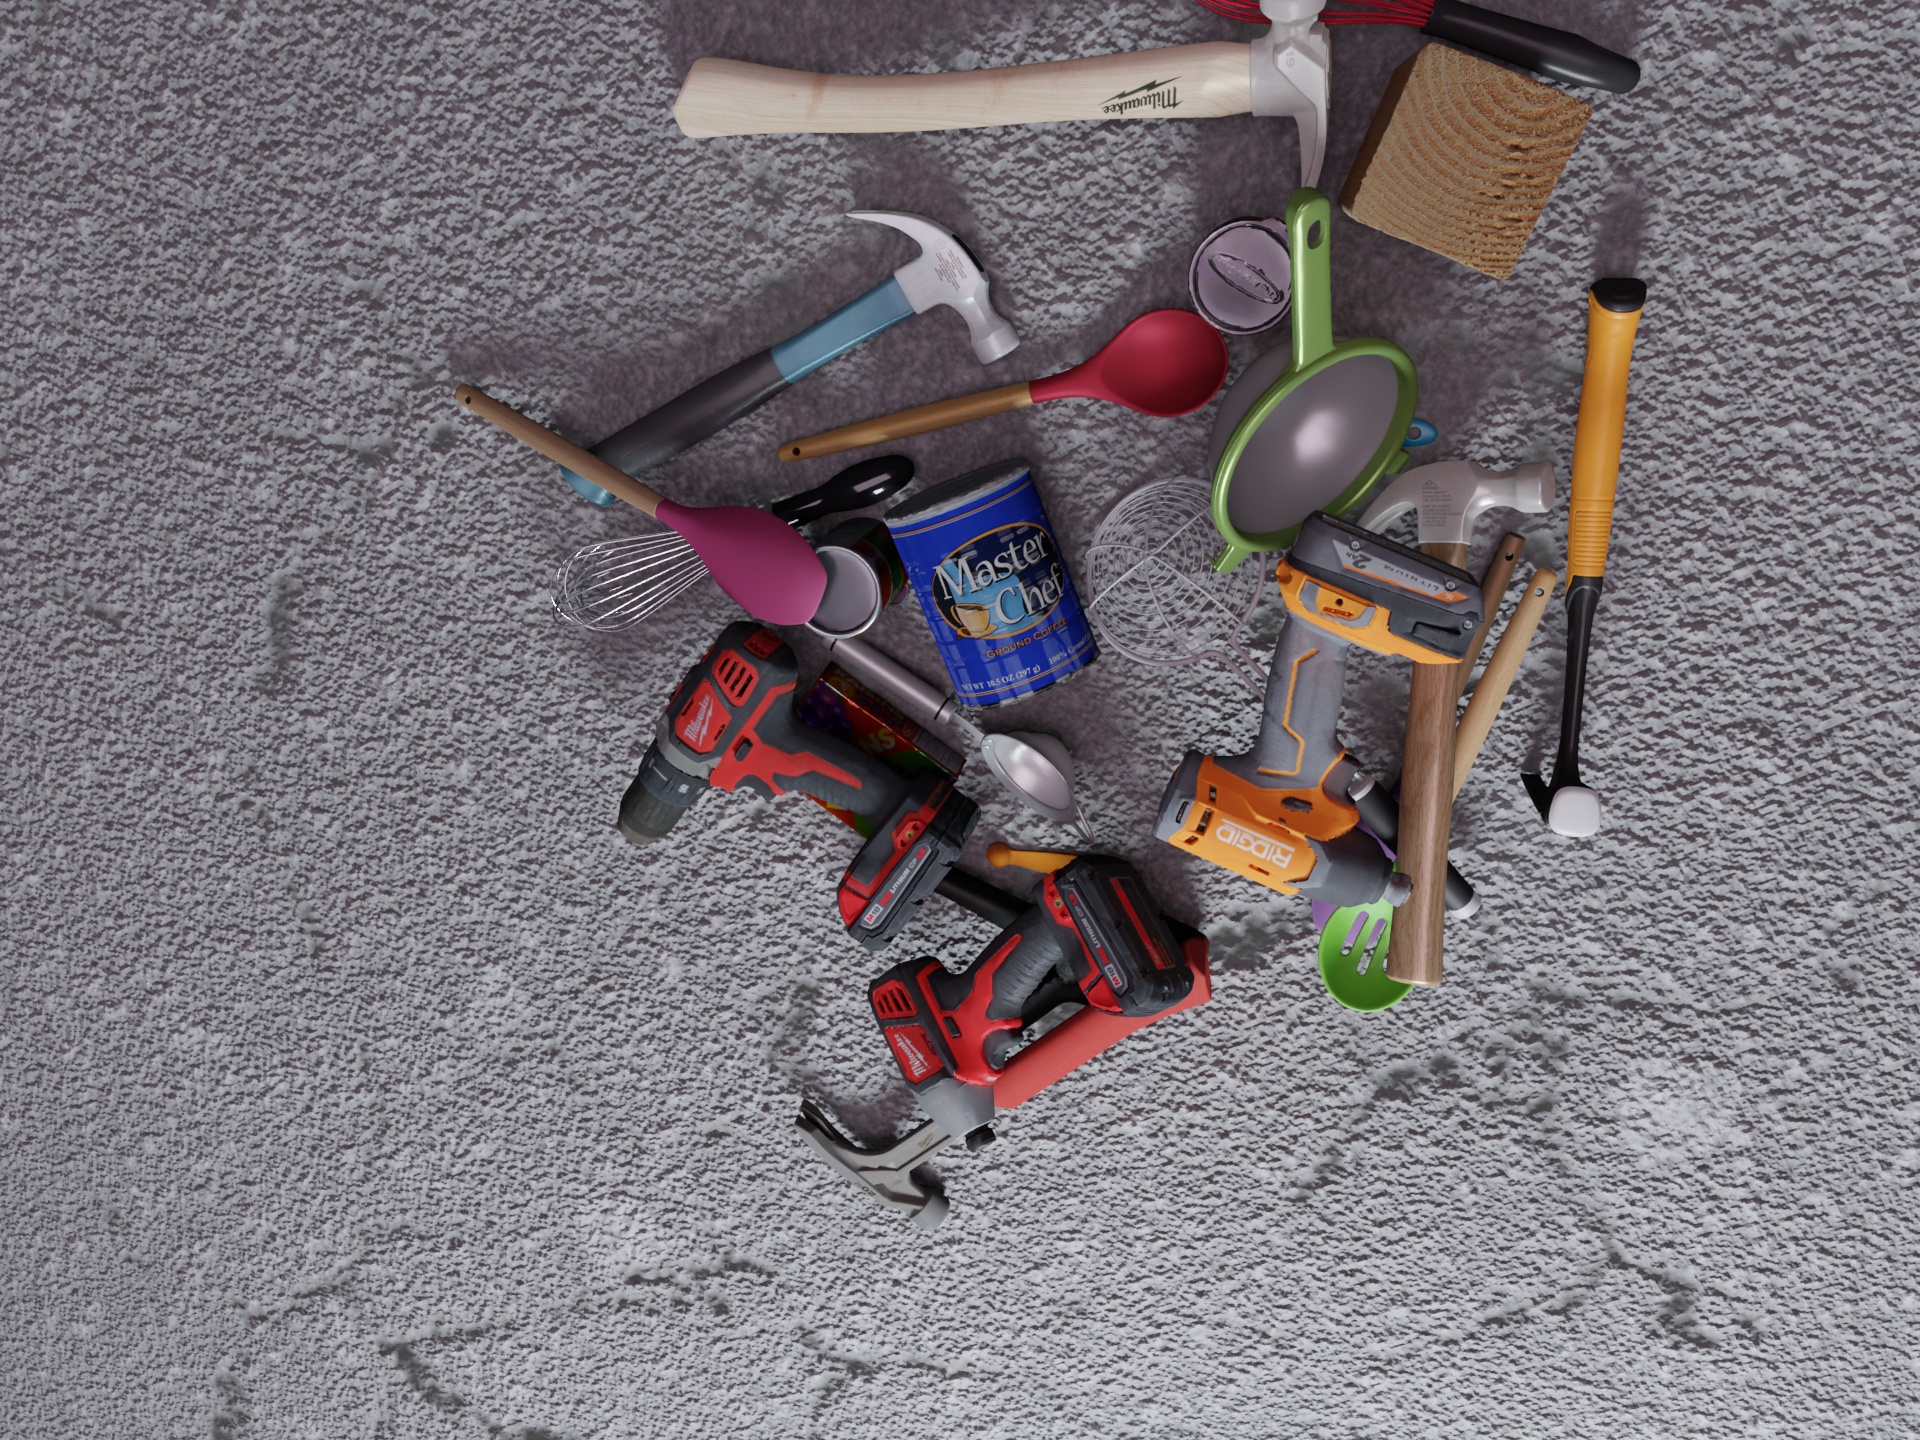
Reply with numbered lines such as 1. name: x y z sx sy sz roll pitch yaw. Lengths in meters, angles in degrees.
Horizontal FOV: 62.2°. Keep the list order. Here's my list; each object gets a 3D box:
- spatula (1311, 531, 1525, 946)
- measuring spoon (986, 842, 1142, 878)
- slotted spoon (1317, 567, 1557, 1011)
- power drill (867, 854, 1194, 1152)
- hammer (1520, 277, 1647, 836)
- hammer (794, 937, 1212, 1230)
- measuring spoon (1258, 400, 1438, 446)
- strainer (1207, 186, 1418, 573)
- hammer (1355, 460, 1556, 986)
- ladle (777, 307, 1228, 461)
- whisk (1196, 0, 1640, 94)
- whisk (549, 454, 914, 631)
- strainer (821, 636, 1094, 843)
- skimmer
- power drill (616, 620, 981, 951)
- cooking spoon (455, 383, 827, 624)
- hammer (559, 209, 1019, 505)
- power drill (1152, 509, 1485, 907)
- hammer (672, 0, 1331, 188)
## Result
1. spatula: 0.314 0.018 1.087 0.060 0.018 0.315 21 113 6
2. measuring spoon: 0.076 0.108 1.170 0.117 0.011 0.021 9 111 8
3. slotted spoon: 0.315 0.048 1.035 0.070 0.031 0.313 23 106 10
4. power drill: 0.045 0.199 1.114 0.219 0.078 0.143 -36 69 23
5. hammer: 0.393 -0.103 0.997 0.034 0.127 0.337 4 100 12
6. hammer: 0.040 0.261 1.191 0.149 0.037 0.359 42 118 -15
7. measuring spoon: 0.242 -0.190 1.024 0.128 0.021 0.042 8 111 10
8. strainer: 0.190 -0.211 0.930 0.151 0.069 0.256 -31 144 -9
9. hammer: 0.297 0.002 1.011 0.130 0.031 0.331 5 91 37
10. ladle: 0.023 -0.211 1.060 0.315 0.031 0.069 -10 104 17
11. whisk: 0.254 -0.418 0.924 0.296 0.073 0.073 18 112 -1
12. whisk: -0.163 -0.128 1.116 0.284 0.070 0.070 -20 104 12
13. strainer: -0.002 -0.004 1.132 0.258 0.050 0.086 34 156 4
14. skimmer: 0.229 -0.009 1.078 0.127 0.090 0.363 -40 104 19
15. power drill: -0.121 0.062 1.118 0.226 0.080 0.188 37 112 -1
16. cooking spoon: -0.224 -0.156 1.086 0.319 0.017 0.068 31 112 17
17. hammer: -0.132 -0.233 1.080 0.331 0.033 0.128 -25 103 19
18. power drill: 0.235 0.004 0.978 0.164 0.084 0.226 24 107 7
19. hammer: 0.019 -0.376 0.981 0.411 0.038 0.146 4 144 17
